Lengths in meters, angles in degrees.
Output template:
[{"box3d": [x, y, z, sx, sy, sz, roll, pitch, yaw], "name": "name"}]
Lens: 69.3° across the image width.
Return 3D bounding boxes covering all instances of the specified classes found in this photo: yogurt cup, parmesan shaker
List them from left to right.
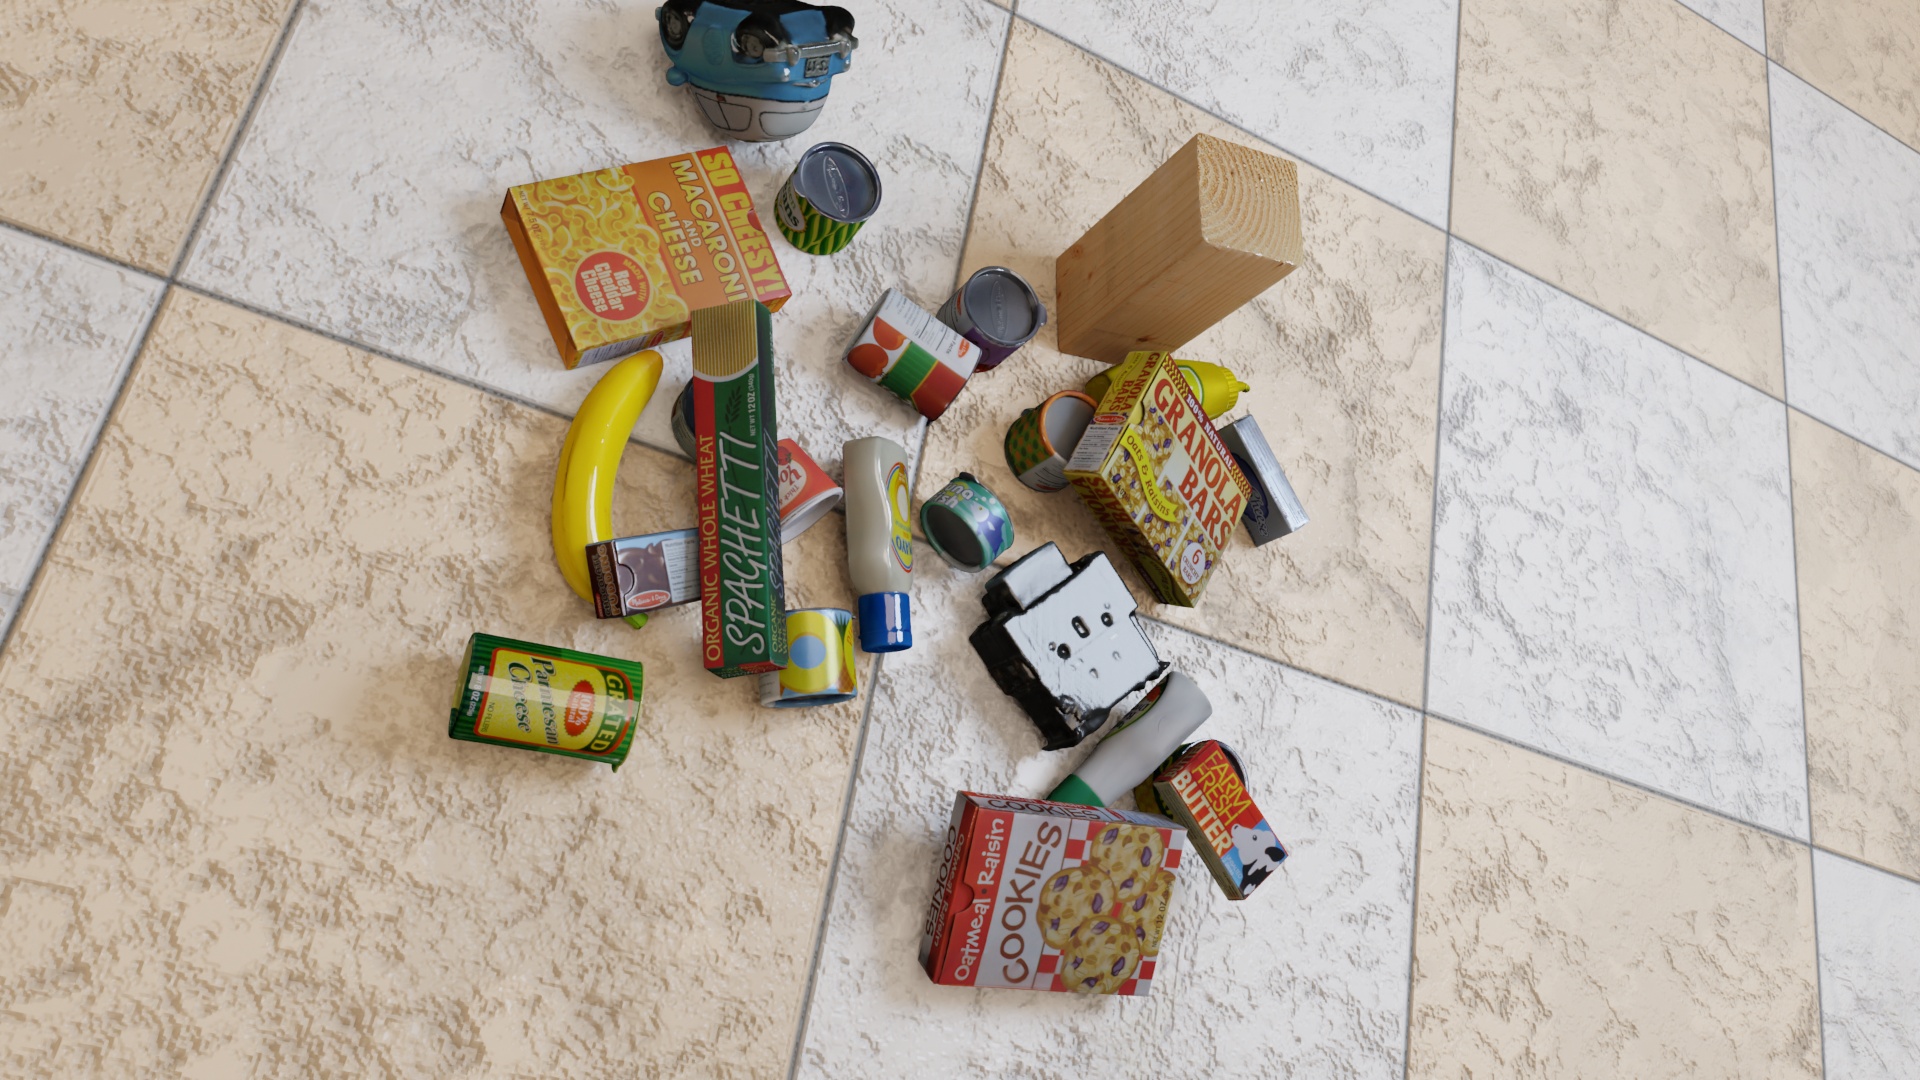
[{"box3d": [-0.253, 0.100, 0.849, 0.103, 0.071, 0.071, 13, 69, -22], "name": "parmesan shaker"}, {"box3d": [-0.123, -0.034, 0.959, 0.073, 0.072, 0.054, -34, 83, -31], "name": "yogurt cup"}]

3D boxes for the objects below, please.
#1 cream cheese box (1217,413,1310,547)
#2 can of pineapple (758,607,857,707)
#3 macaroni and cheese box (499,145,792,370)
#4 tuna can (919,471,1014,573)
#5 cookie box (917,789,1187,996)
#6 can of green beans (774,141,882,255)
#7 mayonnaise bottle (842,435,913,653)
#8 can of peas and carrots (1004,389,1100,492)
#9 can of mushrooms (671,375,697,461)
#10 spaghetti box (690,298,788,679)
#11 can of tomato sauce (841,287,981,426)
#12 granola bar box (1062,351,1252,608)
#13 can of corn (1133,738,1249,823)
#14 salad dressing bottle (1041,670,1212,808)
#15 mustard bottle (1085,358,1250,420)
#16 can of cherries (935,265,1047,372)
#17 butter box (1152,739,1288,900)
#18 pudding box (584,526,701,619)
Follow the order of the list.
[{"box3d": [0.244, -0.050, 1.154, 0.024, 0.053, 0.104, -27, 87, -29], "name": "cream cheese box"}, {"box3d": [-0.102, 0.079, 0.931, 0.071, 0.070, 0.058, 1, 75, -27], "name": "can of pineapple"}, {"box3d": [-0.218, -0.202, 0.977, 0.167, 0.040, 0.123, -22, 86, -30], "name": "macaroni and cheese box"}, {"box3d": [0.004, -0.013, 1.012, 0.033, 0.071, 0.071, -41, 95, -30], "name": "tuna can"}, {"box3d": [0.065, 0.244, 0.953, 0.167, 0.040, 0.123, 12, 93, -24], "name": "cookie box"}, {"box3d": [-0.100, -0.256, 1.043, 0.071, 0.057, 0.071, 8, 71, -25], "name": "can of green beans"}, {"box3d": [-0.056, 0.004, 0.983, 0.064, 0.041, 0.148, 31, 52, -68], "name": "mayonnaise bottle"}, {"box3d": [0.076, -0.079, 1.076, 0.071, 0.058, 0.071, 8, 71, -25], "name": "can of peas and carrots"}, {"box3d": [-0.165, -0.087, 0.971, 0.071, 0.033, 0.071, 8, 71, -24], "name": "can of mushrooms"}, {"box3d": [-0.146, -0.036, 0.916, 0.050, 0.028, 0.250, -8, 77, 15], "name": "spaghetti box"}, {"box3d": [-0.038, -0.137, 1.034, 0.083, 0.071, 0.071, 34, 62, -13], "name": "can of tomato sauce"}, {"box3d": [0.157, -0.046, 1.074, 0.165, 0.039, 0.125, 50, 59, -36], "name": "granola bar box"}, {"box3d": [0.170, 0.185, 1.040, 0.071, 0.058, 0.071, 8, 71, -25], "name": "can of corn"}, {"box3d": [0.118, 0.159, 1.013, 0.148, 0.064, 0.044, -41, 86, -16], "name": "salad dressing bottle"}, {"box3d": [0.180, -0.121, 1.146, 0.161, 0.048, 0.065, -12, 86, -29], "name": "mustard bottle"}, {"box3d": [0.023, -0.169, 1.078, 0.071, 0.058, 0.071, 9, 70, -24], "name": "can of cherries"}, {"box3d": [0.186, 0.200, 0.994, 0.053, 0.024, 0.103, -33, 91, -30], "name": "butter box"}, {"box3d": [-0.199, 0.020, 0.899, 0.084, 0.030, 0.049, -12, 93, -55], "name": "pudding box"}]
